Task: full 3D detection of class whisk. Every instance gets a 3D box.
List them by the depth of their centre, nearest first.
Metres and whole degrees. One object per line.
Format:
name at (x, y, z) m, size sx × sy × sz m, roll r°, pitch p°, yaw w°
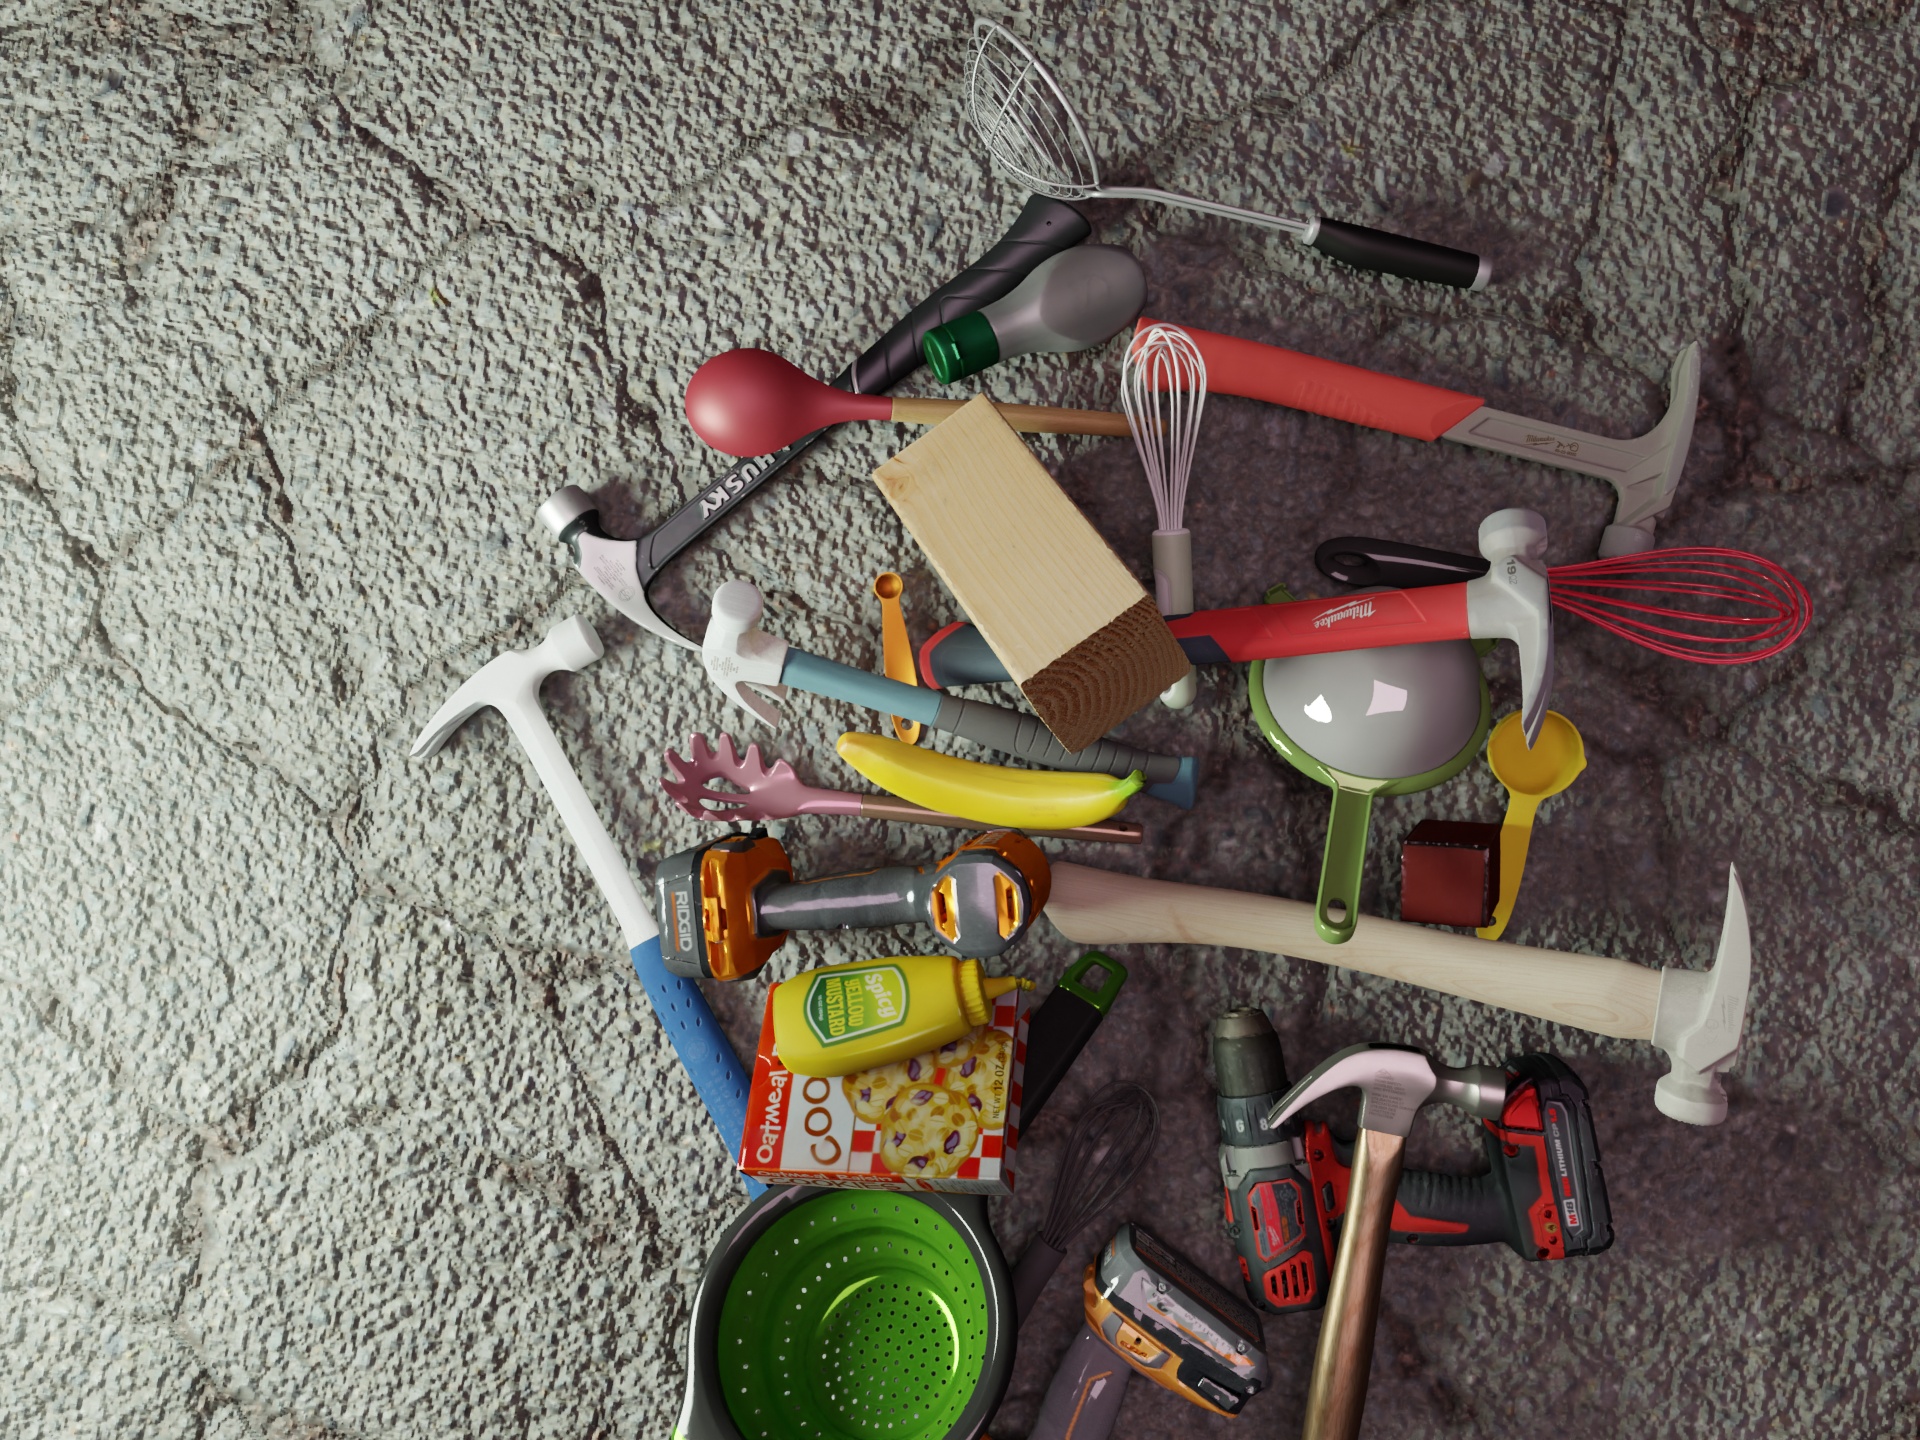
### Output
whisk at (0.372, -0.086, 0.999) m, size 0.296 × 0.073 × 0.073 m, roll 9°, pitch 88°, yaw 17°
whisk at (0.134, -0.128, 1.020) m, size 0.059 × 0.058 × 0.246 m, roll -8°, pitch 101°, yaw -23°
whisk at (0.055, 0.335, 1.022) m, size 0.055 × 0.055 × 0.239 m, roll 32°, pitch 94°, yaw 4°

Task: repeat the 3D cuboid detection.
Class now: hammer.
hammer at (0.230, 0.356, 0.949) m, size 0.130 × 0.031 × 0.331 m, roll 10°, pitch 91°, yaw 9°
hammer at (0.247, 0.126, 0.957) m, size 0.411 × 0.038 × 0.146 m, roll 9°, pitch 102°, yaw 22°
hammer at (0.153, -0.038, 0.961) m, size 0.386 × 0.038 × 0.143 m, roll -5°, pitch 59°, yaw 24°
hammer at (-0.002, -0.003, 1.009) m, size 0.331 × 0.128 × 0.033 m, roll 17°, pitch 64°, yaw -7°
hammer at (0.289, -0.213, 1.034) m, size 0.359 × 0.036 × 0.149 m, roll 15°, pitch 88°, yaw 4°
hammer at (-0.217, 0.139, 1.052) m, size 0.144 × 0.035 × 0.405 m, roll -29°, pitch 86°, yaw 2°
hammer at (-0.080, -0.208, 1.059) m, size 0.409 × 0.036 × 0.149 m, roll -39°, pitch 87°, yaw 1°

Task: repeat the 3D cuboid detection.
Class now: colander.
colander at (-0.010, 0.322, 1.007) m, size 0.205 × 0.094 × 0.397 m, roll 28°, pitch 70°, yaw 29°

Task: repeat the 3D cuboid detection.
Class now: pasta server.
pasta server at (-0.038, 0.055, 1.043) m, size 0.316 × 0.040 × 0.060 m, roll 6°, pitch 60°, yaw 2°

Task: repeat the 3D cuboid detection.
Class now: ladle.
ladle at (-0.019, -0.199, 1.032) m, size 0.315 × 0.031 × 0.069 m, roll 2°, pitch 96°, yaw -9°

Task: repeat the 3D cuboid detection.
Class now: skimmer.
skimmer at (0.174, -0.359, 1.022) m, size 0.363 × 0.127 × 0.090 m, roll 12°, pitch 95°, yaw -5°

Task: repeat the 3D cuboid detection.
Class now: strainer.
strainer at (0.244, 0.009, 0.951) m, size 0.151 × 0.069 × 0.257 m, roll 13°, pitch 56°, yaw 8°

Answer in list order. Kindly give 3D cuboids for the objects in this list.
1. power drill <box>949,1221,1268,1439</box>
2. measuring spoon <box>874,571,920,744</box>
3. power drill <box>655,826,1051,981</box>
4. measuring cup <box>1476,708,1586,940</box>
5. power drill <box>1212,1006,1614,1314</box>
power drill at (0.102, 0.457, 0.996) m, size 0.185 × 0.084 × 0.226 m, roll 37°, pitch 95°, yaw 4°
measuring spoon at (-0.041, -0.041, 1.063) m, size 0.021 × 0.011 × 0.117 m, roll -8°, pitch 90°, yaw 3°
power drill at (-0.056, 0.106, 0.989) m, size 0.226 × 0.164 × 0.084 m, roll -5°, pitch 93°, yaw 12°
measuring cup at (0.357, 0.067, 1.028) m, size 0.062 × 0.029 × 0.156 m, roll 13°, pitch 100°, yaw 7°
power drill at (0.272, 0.262, 0.996) m, size 0.226 × 0.080 × 0.188 m, roll -10°, pitch 87°, yaw 6°
